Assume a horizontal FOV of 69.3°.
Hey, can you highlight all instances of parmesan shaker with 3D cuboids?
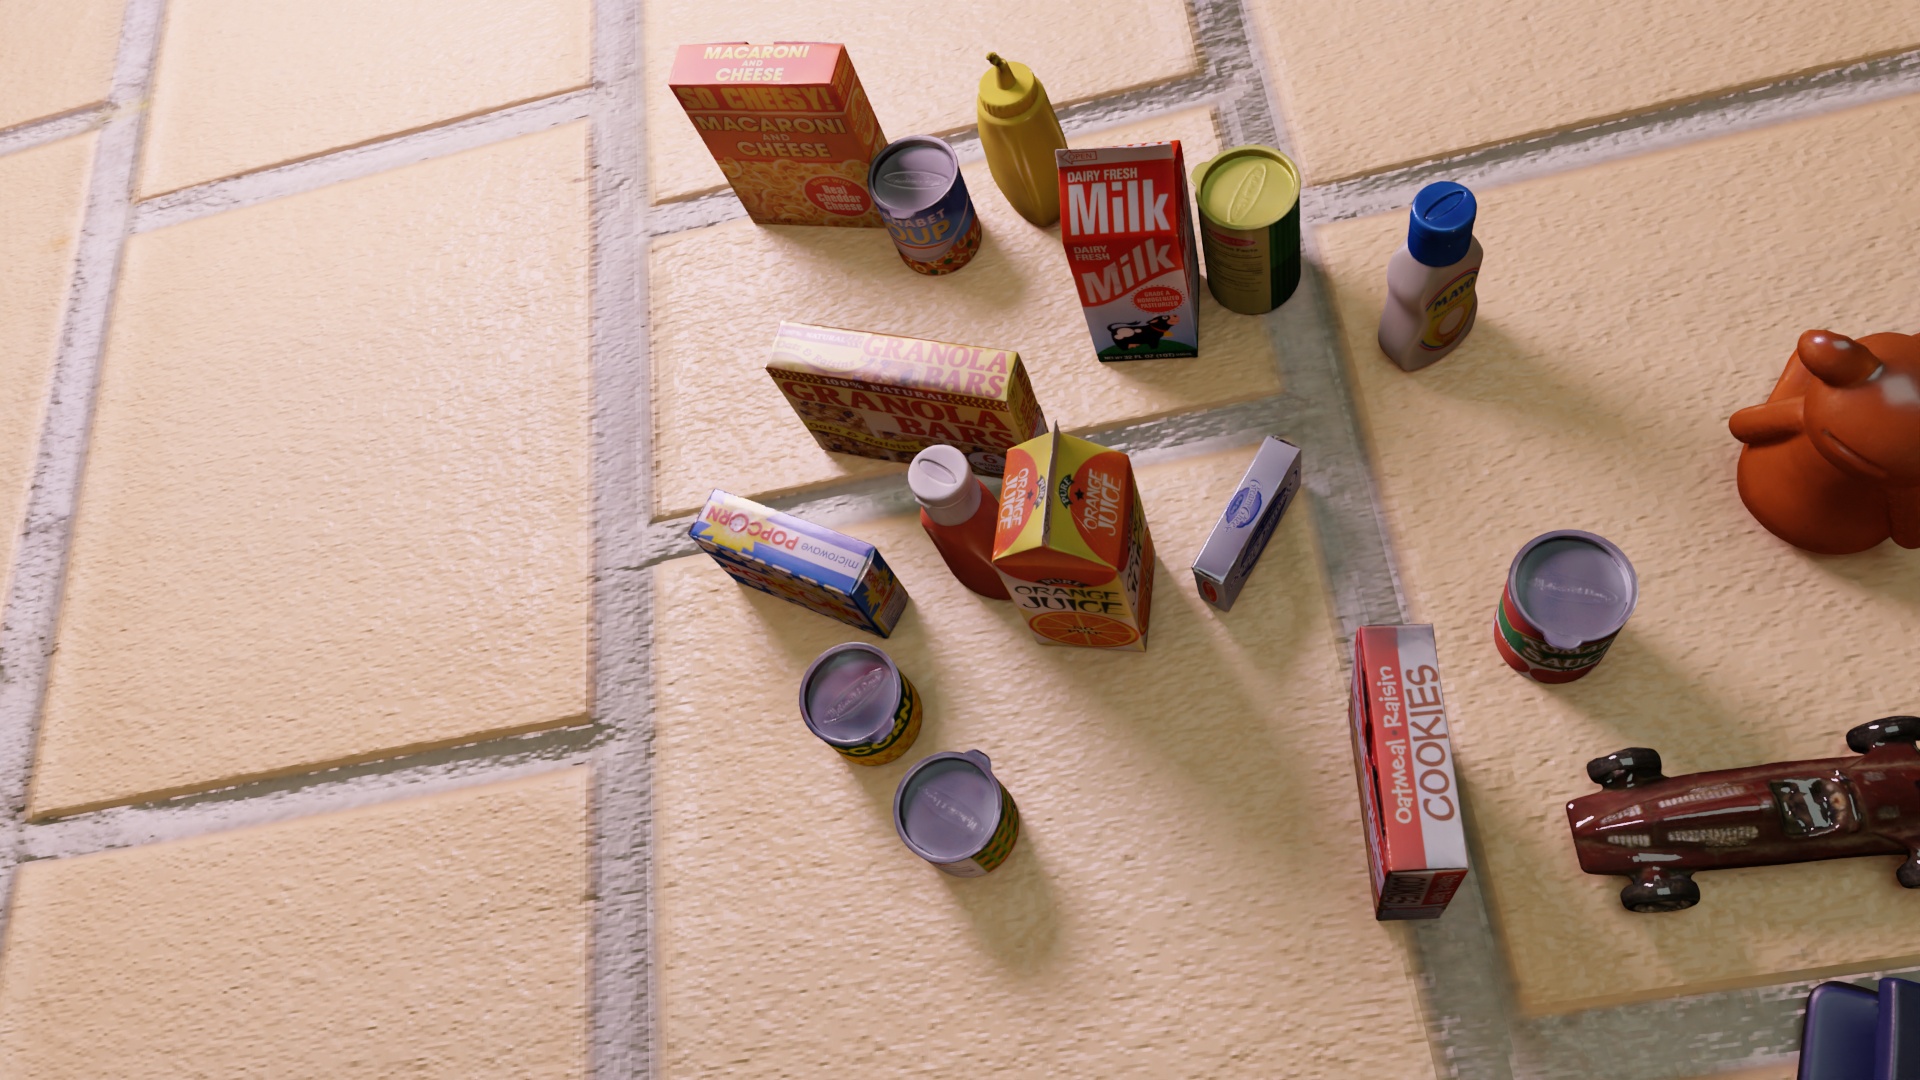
[{"bbox_3d":[0.192,-0.207,0.930,0.071,0.102,0.071,-5,67,12],"label":"parmesan shaker"}]

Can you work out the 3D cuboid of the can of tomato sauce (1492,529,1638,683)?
[{"bbox_3d":[0.344,0.041,0.796,0.071,0.083,0.071,-5,66,12],"label":"can of tomato sauce"}]

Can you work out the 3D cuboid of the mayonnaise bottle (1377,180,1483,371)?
[{"bbox_3d":[0.293,-0.163,0.861,0.065,0.147,0.041,-35,64,-2],"label":"mayonnaise bottle"}]

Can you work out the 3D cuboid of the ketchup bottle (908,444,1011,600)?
[{"bbox_3d":[0.003,-0.011,0.866,0.065,0.148,0.043,31,78,23],"label":"ketchup bottle"}]

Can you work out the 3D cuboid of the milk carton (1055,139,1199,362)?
[{"bbox_3d":[0.111,-0.194,0.895,0.072,0.190,0.074,0,68,14],"label":"milk carton"}]

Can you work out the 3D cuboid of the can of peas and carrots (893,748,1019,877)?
[{"bbox_3d":[0.000,0.165,0.841,0.071,0.058,0.071,-5,66,12],"label":"can of peas and carrots"}]

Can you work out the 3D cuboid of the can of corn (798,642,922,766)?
[{"bbox_3d":[-0.060,0.107,0.881,0.071,0.058,0.071,-5,66,12],"label":"can of corn"}]

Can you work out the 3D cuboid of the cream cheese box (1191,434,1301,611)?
[{"bbox_3d":[0.181,-0.010,0.875,0.024,0.053,0.104,27,76,22],"label":"cream cheese box"}]

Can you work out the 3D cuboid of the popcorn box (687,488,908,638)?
[{"bbox_3d":[-0.105,0.016,0.916,0.127,0.085,0.038,19,74,21],"label":"popcorn box"}]

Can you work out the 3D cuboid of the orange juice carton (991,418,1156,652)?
[{"bbox_3d":[0.068,0.002,0.820,0.073,0.192,0.072,3,69,15],"label":"orange juice carton"}]

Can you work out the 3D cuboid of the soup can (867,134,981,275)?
[{"bbox_3d":[-0.025,-0.239,1.008,0.071,0.083,0.071,-5,66,12],"label":"soup can"}]

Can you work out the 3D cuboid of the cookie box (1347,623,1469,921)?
[{"bbox_3d":[0.234,0.128,0.739,0.040,0.167,0.123,-6,66,12],"label":"cookie box"}]

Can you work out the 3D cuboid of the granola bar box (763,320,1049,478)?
[{"bbox_3d":[-0.031,-0.091,0.923,0.165,0.124,0.039,10,71,18],"label":"granola bar box"}]

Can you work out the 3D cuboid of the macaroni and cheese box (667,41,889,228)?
[{"bbox_3d":[-0.120,-0.291,1.008,0.124,0.166,0.040,5,69,16],"label":"macaroni and cheese box"}]

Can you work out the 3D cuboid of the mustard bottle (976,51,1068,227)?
[{"bbox_3d":[0.043,-0.285,0.968,0.049,0.159,0.065,-42,64,-5],"label":"mustard bottle"}]
